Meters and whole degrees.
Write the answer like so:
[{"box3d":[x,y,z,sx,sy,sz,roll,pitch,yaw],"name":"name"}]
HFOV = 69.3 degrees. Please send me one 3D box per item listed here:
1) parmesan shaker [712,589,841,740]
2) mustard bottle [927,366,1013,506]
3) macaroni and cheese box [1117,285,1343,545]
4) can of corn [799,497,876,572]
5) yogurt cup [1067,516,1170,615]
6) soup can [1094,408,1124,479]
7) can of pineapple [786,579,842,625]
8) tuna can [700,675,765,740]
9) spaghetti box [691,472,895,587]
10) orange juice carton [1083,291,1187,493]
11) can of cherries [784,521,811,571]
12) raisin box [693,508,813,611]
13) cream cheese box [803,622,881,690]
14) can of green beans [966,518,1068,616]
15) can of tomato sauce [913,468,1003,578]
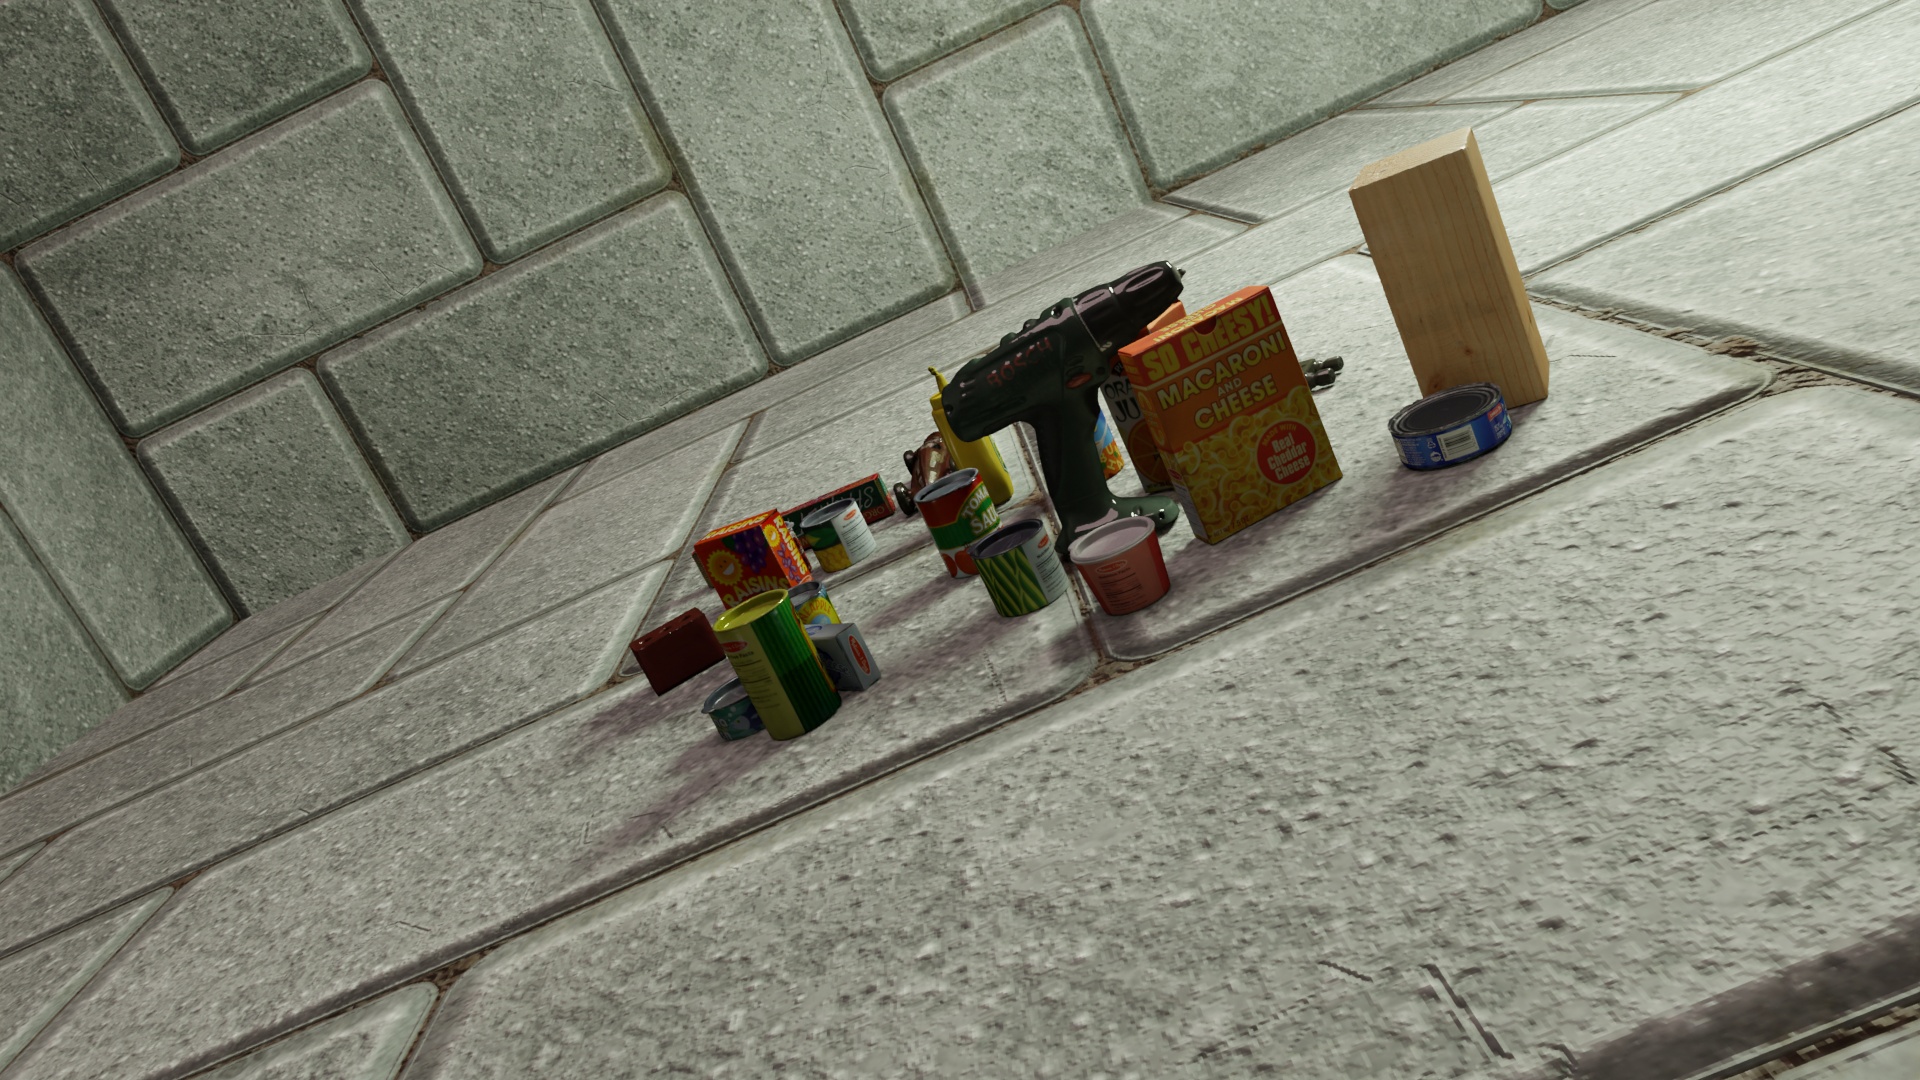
[{"box3d":[-0.148,0.100,1.115,0.071,0.103,0.071,-23,16,7],"name":"parmesan shaker"},{"box3d":[0.005,-0.112,1.457,0.049,0.160,0.065,-25,15,1],"name":"mustard bottle"},{"box3d":[0.213,-0.099,1.090,0.124,0.166,0.040,-27,15,-7],"name":"macaroni and cheese box"},{"box3d":[-0.134,-0.005,1.515,0.071,0.058,0.071,-23,16,7],"name":"can of corn"},{"box3d":[0.124,0.020,1.049,0.072,0.054,0.072,-23,16,7],"name":"yogurt cup"},{"box3d":[0.118,-0.100,1.388,0.071,0.083,0.071,-23,16,7],"name":"soup can"},{"box3d":[-0.143,0.077,1.263,0.071,0.057,0.071,-23,16,7],"name":"can of pineapple"},{"box3d":[-0.181,0.138,1.170,0.071,0.032,0.071,-23,16,7],"name":"tuna can"},{"box3d":[-0.197,-0.011,1.644,0.250,0.050,0.029,-22,16,12],"name":"spaghetti box"},{"box3d":[0.175,-0.146,1.250,0.071,0.192,0.073,-12,20,41],"name":"orange juice carton"},{"box3d":[-0.204,0.019,1.542,0.071,0.058,0.072,-23,16,7],"name":"can of cherries"},{"box3d":[-0.188,0.040,1.331,0.086,0.123,0.040,-17,18,29],"name":"raisin box"},{"box3d":[-0.114,0.098,1.162,0.024,0.053,0.103,-37,19,-36],"name":"cream cheese box"},{"box3d":[0.049,0.023,1.147,0.071,0.057,0.071,-23,16,7],"name":"can of green beans"},{"box3d":[0.005,-0.016,1.293,0.071,0.083,0.071,-23,16,7],"name":"can of tomato sauce"}]
